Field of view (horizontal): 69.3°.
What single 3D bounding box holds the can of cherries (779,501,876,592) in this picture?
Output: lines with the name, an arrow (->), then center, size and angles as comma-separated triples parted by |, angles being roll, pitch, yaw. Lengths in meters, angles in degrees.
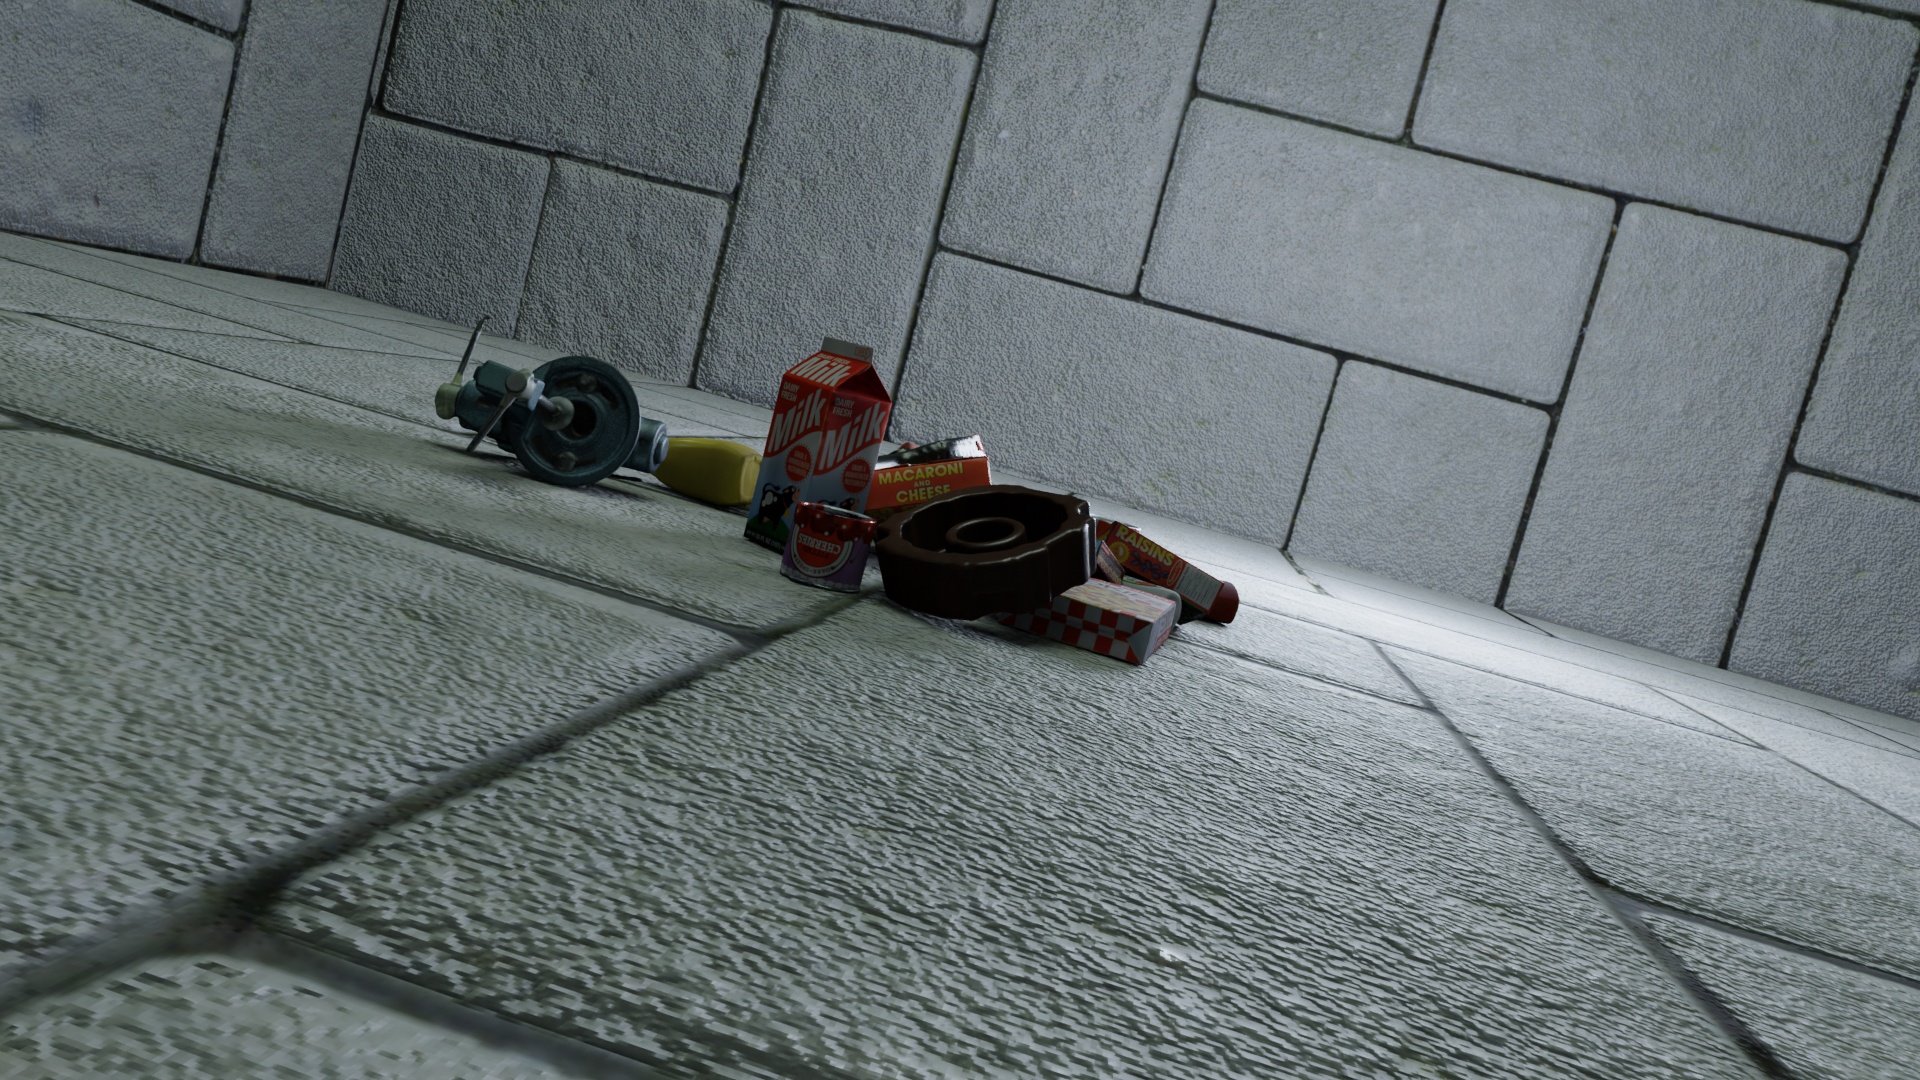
can of cherries -> -0.105, 0.004, 1.100 | 0.071, 0.058, 0.071 | 15, 5, -1

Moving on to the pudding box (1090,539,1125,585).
pudding box -> 0.107, 0.029, 1.305 | 0.083, 0.030, 0.049 | -8, -46, 38

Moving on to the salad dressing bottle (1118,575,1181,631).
salad dressing bottle -> 0.142, 0.050, 1.343 | 0.148, 0.044, 0.064 | 20, -1, 40

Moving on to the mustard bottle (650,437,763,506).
mustard bottle -> -0.271, -0.076, 1.415 | 0.160, 0.065, 0.049 | 14, 9, 32

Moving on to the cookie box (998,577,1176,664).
cookie box -> 0.113, 0.061, 1.193 | 0.123, 0.040, 0.167 | 16, 7, 14

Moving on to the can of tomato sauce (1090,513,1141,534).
can of tomato sauce -> 0.148, 0.019, 1.449 | 0.071, 0.083, 0.071 | 15, 6, -1

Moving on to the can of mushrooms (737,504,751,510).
can of mushrooms -> -0.211, -0.049, 1.448 | 0.071, 0.033, 0.071 | 14, 5, -1

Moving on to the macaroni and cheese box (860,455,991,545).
macaroni and cheese box -> -0.031, -0.036, 1.321 | 0.124, 0.040, 0.166 | -8, -12, 1

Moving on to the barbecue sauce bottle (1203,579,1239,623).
barbecue sauce bottle -> 0.226, 0.053, 1.514 | 0.149, 0.043, 0.065 | 13, 16, -12

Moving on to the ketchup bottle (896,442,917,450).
ketchup bottle -> -0.023, -0.045, 1.584 | 0.148, 0.064, 0.044 | 38, 10, -20

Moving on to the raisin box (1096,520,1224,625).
raisin box -> 0.187, 0.033, 1.370 | 0.123, 0.040, 0.086 | 30, -14, -3

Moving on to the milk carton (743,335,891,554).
milk carton -> -0.121, -0.082, 1.218 | 0.072, 0.190, 0.073 | 20, 8, 42
